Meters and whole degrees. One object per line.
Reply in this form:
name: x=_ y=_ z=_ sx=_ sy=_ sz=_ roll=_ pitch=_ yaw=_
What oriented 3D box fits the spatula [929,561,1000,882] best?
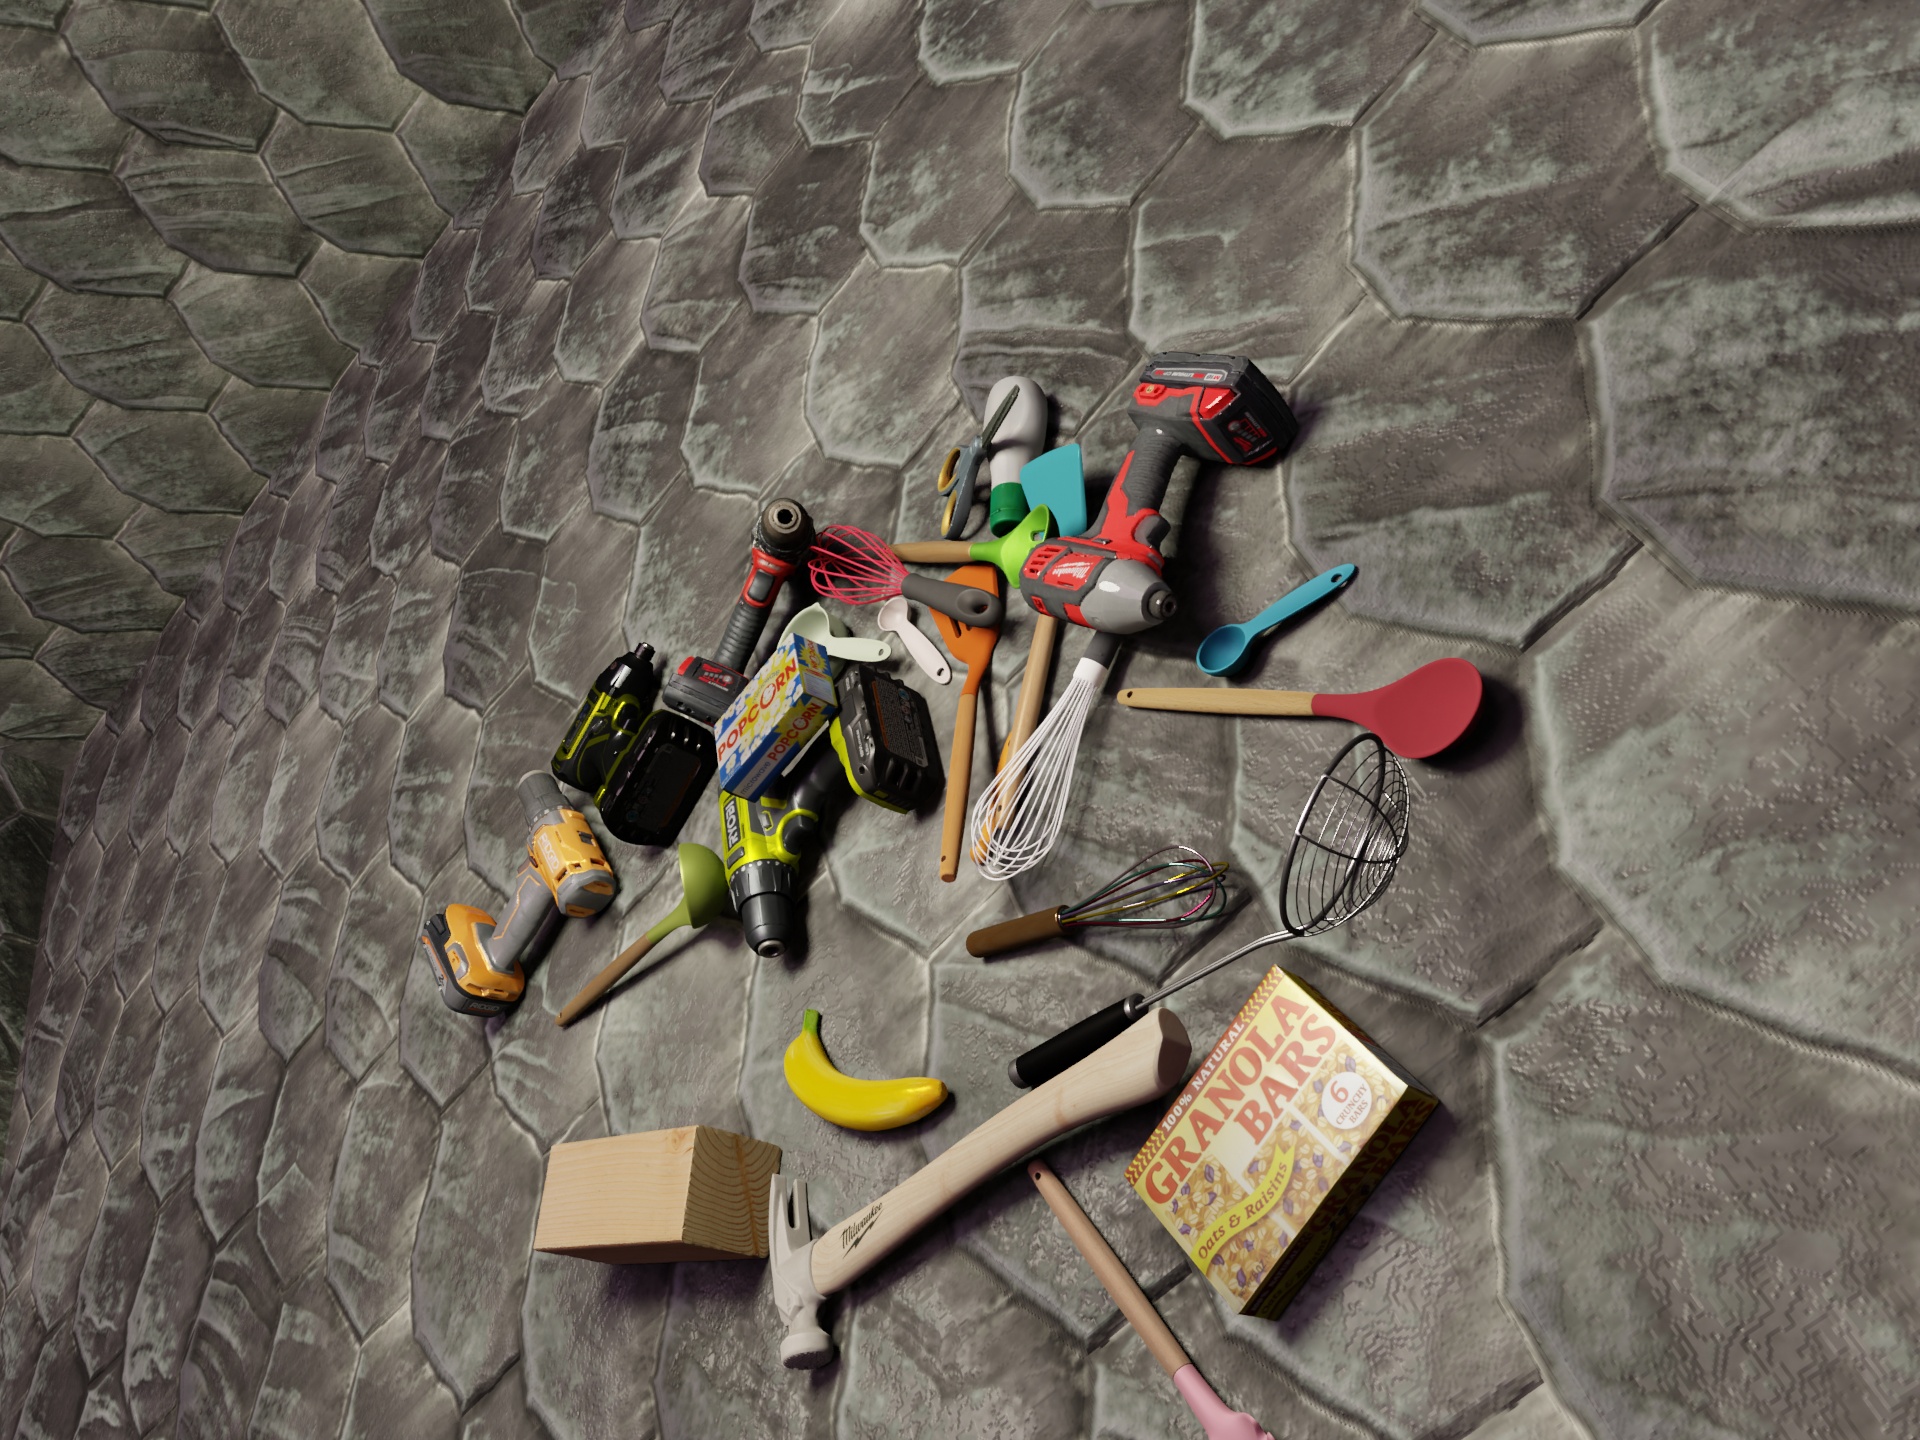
spatula: x=-0.002 y=-0.004 z=1.282 sx=0.081 sy=0.041 sz=0.323 roll=-31 pitch=35 yaw=33

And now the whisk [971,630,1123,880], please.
whisk: x=0.085 y=-0.007 z=1.206 sx=0.070 sy=0.070 sz=0.284 roll=16 pitch=76 yaw=51

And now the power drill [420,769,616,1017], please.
power drill: x=-0.470 y=0.177 z=1.677 sx=0.226 sy=0.084 sz=0.186 roll=-47 pitch=53 yaw=14

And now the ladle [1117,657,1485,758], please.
ladle: x=0.220 y=-0.011 z=1.077 sx=0.315 sy=0.031 sz=0.069 roll=4 pitch=67 yaw=51

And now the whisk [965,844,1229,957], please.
whisk: x=0.094 y=0.136 z=1.127 sx=0.245 sy=0.051 sz=0.047 roll=-24 pitch=31 yaw=43

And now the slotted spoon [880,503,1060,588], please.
slotted spoon: x=0.003 y=-0.146 z=1.362 sx=0.314 sy=0.031 sz=0.070 roll=10 pitch=83 yaw=62

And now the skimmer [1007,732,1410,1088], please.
skimmer: x=0.142 y=0.135 z=1.025 sx=0.363 sy=0.127 sz=0.090 roll=-38 pitch=77 yaw=36

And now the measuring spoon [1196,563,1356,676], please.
measuring spoon: x=0.225 y=-0.068 z=1.118 sx=0.128 sy=0.021 sz=0.042 roll=-33 pitch=37 yaw=19

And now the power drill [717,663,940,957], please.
power drill: x=-0.124 y=0.078 z=1.370 sx=0.228 sy=0.080 sz=0.191 roll=-42 pitch=41 yaw=28

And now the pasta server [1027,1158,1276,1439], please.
pasta server: x=0.115 y=0.371 z=0.959 sx=0.060 sy=0.040 sz=0.317 roll=-53 pitch=38 yaw=7

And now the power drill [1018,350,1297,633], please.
power drill: x=0.147 y=-0.162 z=1.178 sx=0.143 sy=0.078 sz=0.220 roll=21 pitch=76 yaw=51

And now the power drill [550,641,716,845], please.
power drill: x=-0.340 y=0.021 z=1.647 sx=0.171 sy=0.080 sz=0.223 roll=-60 pitch=35 yaw=4

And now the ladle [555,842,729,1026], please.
ladle: x=-0.313 y=0.214 z=1.497 sx=0.320 sy=0.062 sz=0.078 roll=-41 pitch=48 yaw=36

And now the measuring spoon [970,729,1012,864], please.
measuring spoon: x=0.028 y=0.058 z=1.262 sx=0.021 sy=0.011 sz=0.117 roll=1 pitch=68 yaw=48

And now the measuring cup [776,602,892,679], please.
measuring cup: x=-0.107 y=-0.062 z=1.465 sx=0.168 sy=0.038 sz=0.083 roll=8 pitch=75 yaw=48

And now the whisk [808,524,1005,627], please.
whisk: x=-0.053 y=-0.122 z=1.391 sx=0.296 sy=0.073 sz=0.073 roll=24 pitch=87 yaw=52

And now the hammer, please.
hammer: x=-0.001 y=0.305 z=1.109 sx=0.410 sy=0.038 sz=0.146 roll=-41 pitch=41 yaw=30

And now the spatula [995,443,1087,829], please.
spatula: x=0.057 y=-0.067 z=1.277 sx=0.082 sy=0.044 sz=0.318 roll=-14 pitch=59 yaw=54

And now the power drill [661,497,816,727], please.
power drill: x=-0.200 y=-0.104 z=1.507 sx=0.188 sy=0.080 sz=0.227 roll=154 pitch=141 yaw=-82

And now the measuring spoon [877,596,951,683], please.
measuring spoon: x=-0.036 y=-0.067 z=1.410 sx=0.034 sy=0.018 sz=0.124 roll=-46 pitch=47 yaw=9
